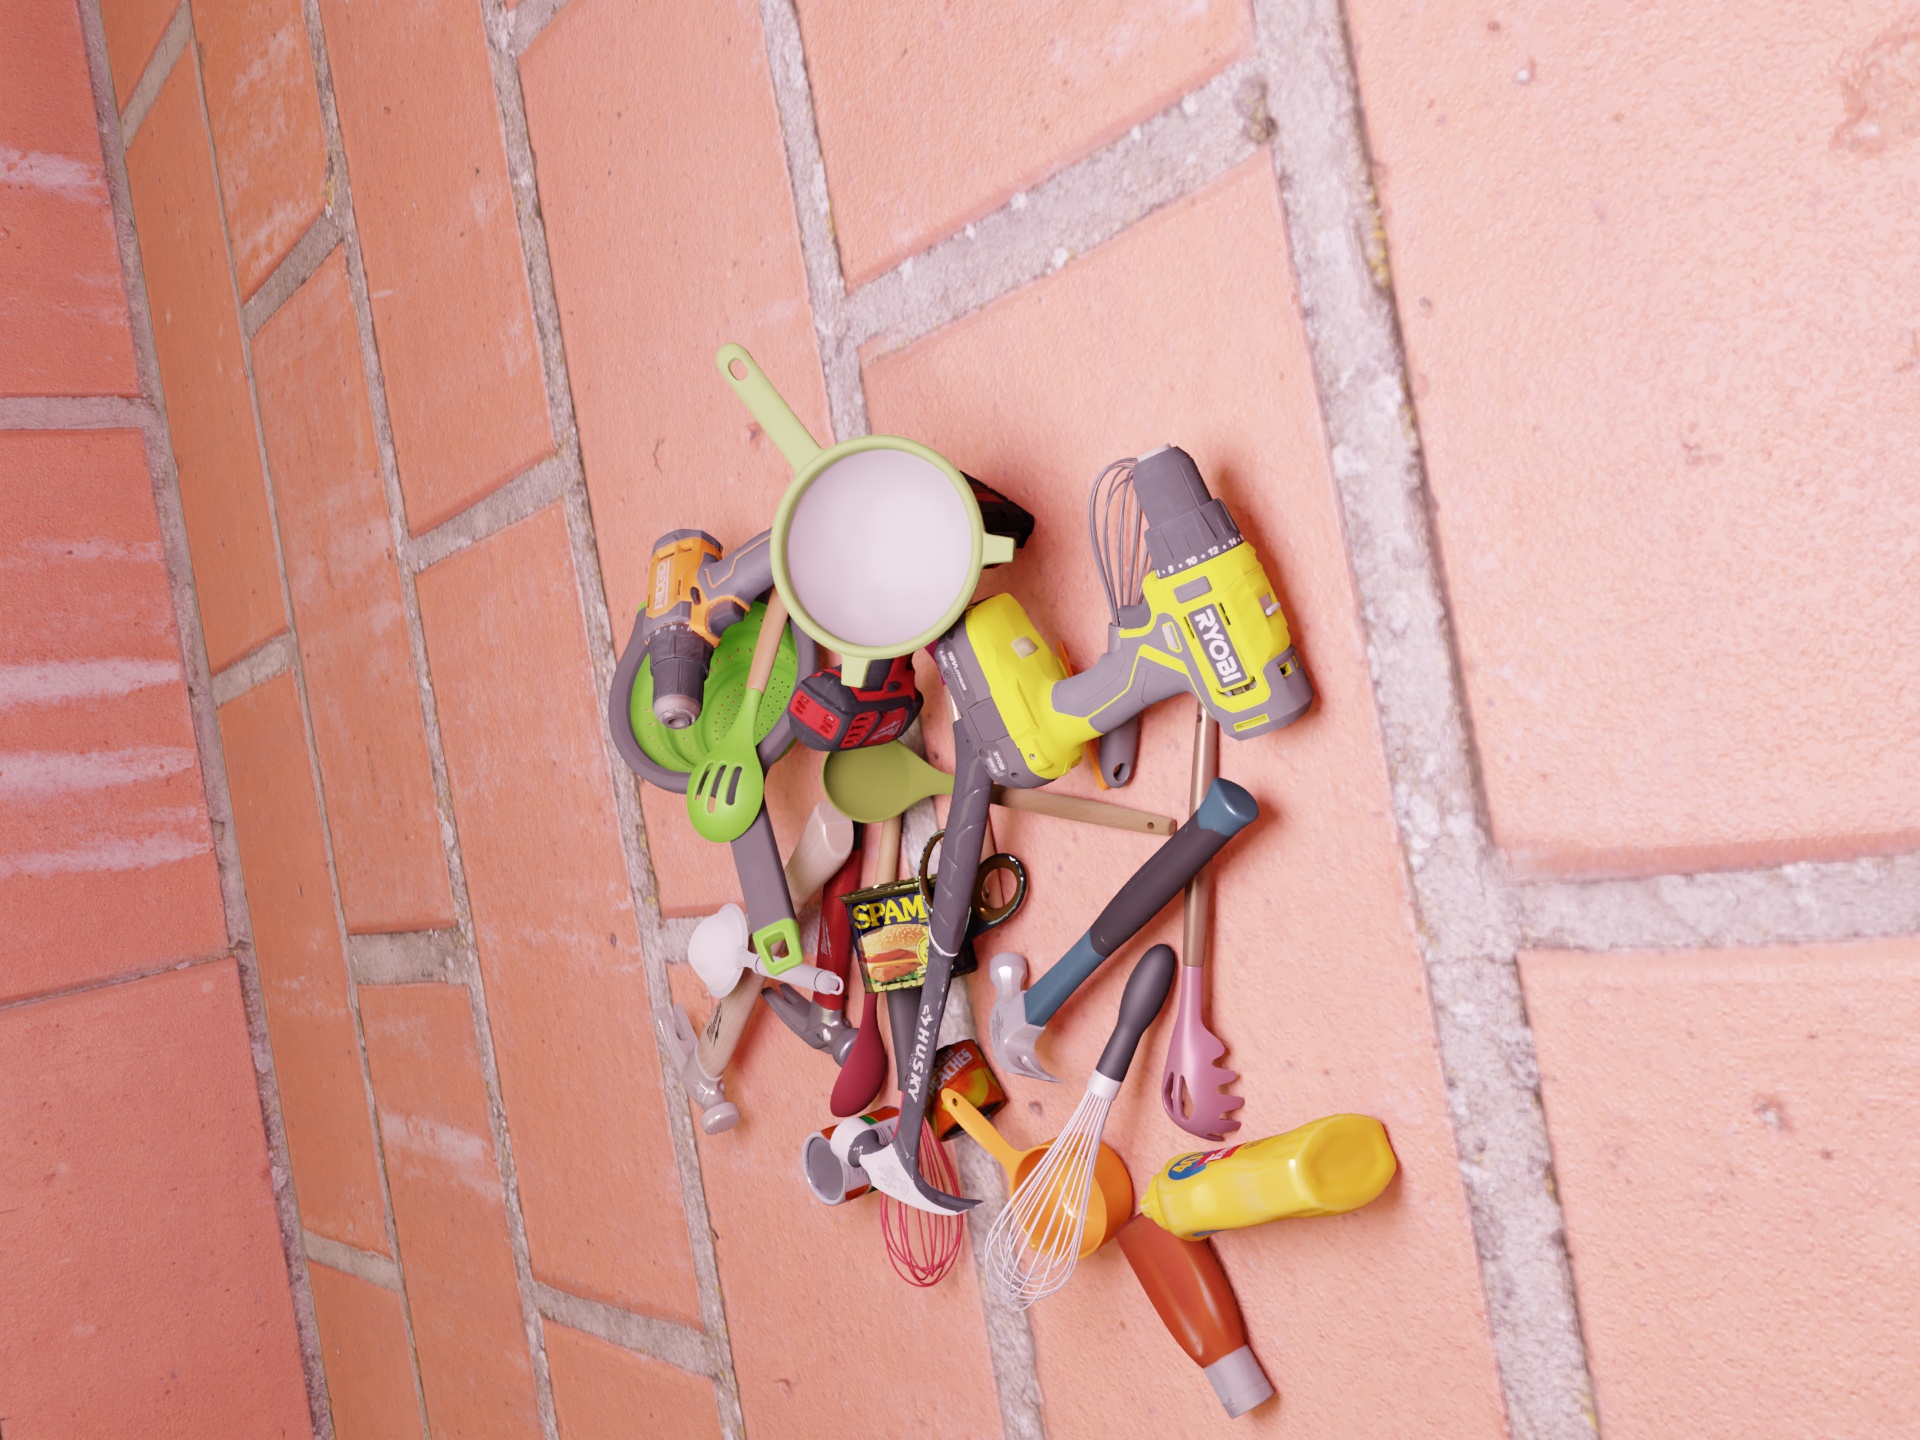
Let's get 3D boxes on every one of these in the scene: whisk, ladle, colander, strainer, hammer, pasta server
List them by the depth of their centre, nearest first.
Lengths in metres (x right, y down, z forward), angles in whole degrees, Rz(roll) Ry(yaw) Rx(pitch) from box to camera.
[{"bbox_3d":[-0.081,-0.157,1.099,0.151,0.069,0.256,-40,79,12],"label":"strainer"},{"bbox_3d":[0.168,0.142,1.105,0.060,0.040,0.316,9,100,48],"label":"pasta server"},{"bbox_3d":[0.112,-0.065,1.115,0.055,0.055,0.239,19,114,46],"label":"whisk"},{"bbox_3d":[0.106,0.147,1.122,0.331,0.033,0.128,-54,27,41],"label":"hammer"},{"bbox_3d":[0.090,0.291,1.144,0.070,0.070,0.284,25,92,44],"label":"whisk"},{"bbox_3d":[0.021,0.059,1.215,0.320,0.062,0.078,9,105,40],"label":"ladle"},{"bbox_3d":[-0.014,0.188,1.217,0.149,0.036,0.408,24,111,41],"label":"hammer"},{"bbox_3d":[-0.040,0.334,1.359,0.073,0.073,0.296,-8,86,50],"label":"whisk"},{"bbox_3d":[-0.073,0.200,1.379,0.031,0.069,0.315,13,101,30],"label":"ladle"},{"bbox_3d":[-0.180,0.048,1.380,0.204,0.094,0.398,-26,59,11],"label":"colander"},{"bbox_3d":[-0.180,0.211,1.398,0.258,0.050,0.087,3,82,50],"label":"strainer"},{"bbox_3d":[-0.112,0.111,1.414,0.143,0.038,0.386,28,117,45],"label":"hammer"},{"bbox_3d":[-0.192,0.214,1.475,0.146,0.038,0.410,57,135,31],"label":"hammer"}]

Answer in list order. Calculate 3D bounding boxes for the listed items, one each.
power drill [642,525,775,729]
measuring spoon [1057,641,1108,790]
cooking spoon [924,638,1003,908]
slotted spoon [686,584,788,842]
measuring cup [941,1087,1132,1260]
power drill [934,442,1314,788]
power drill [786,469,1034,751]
[{"bbox_3d":[-0.169,-0.100,1.313,0.226,0.084,0.186,-20,54,25],"label":"power drill"},{"bbox_3d":[0.092,-0.004,1.176,0.021,0.011,0.117,112,143,-75],"label":"measuring spoon"},{"bbox_3d":[-0.002,-0.004,1.279,0.069,0.017,0.319,-13,87,41],"label":"cooking spoon"},{"bbox_3d":[-0.170,-0.048,1.349,0.070,0.031,0.314,5,67,20],"label":"slotted spoon"},{"bbox_3d":[0.059,0.337,1.230,0.174,0.052,0.095,38,116,31],"label":"measuring cup"},{"bbox_3d":[0.100,-0.060,1.053,0.228,0.080,0.190,-22,96,35],"label":"power drill"},{"bbox_3d":[-0.038,-0.078,1.206,0.079,0.143,0.219,36,111,23],"label":"power drill"}]
